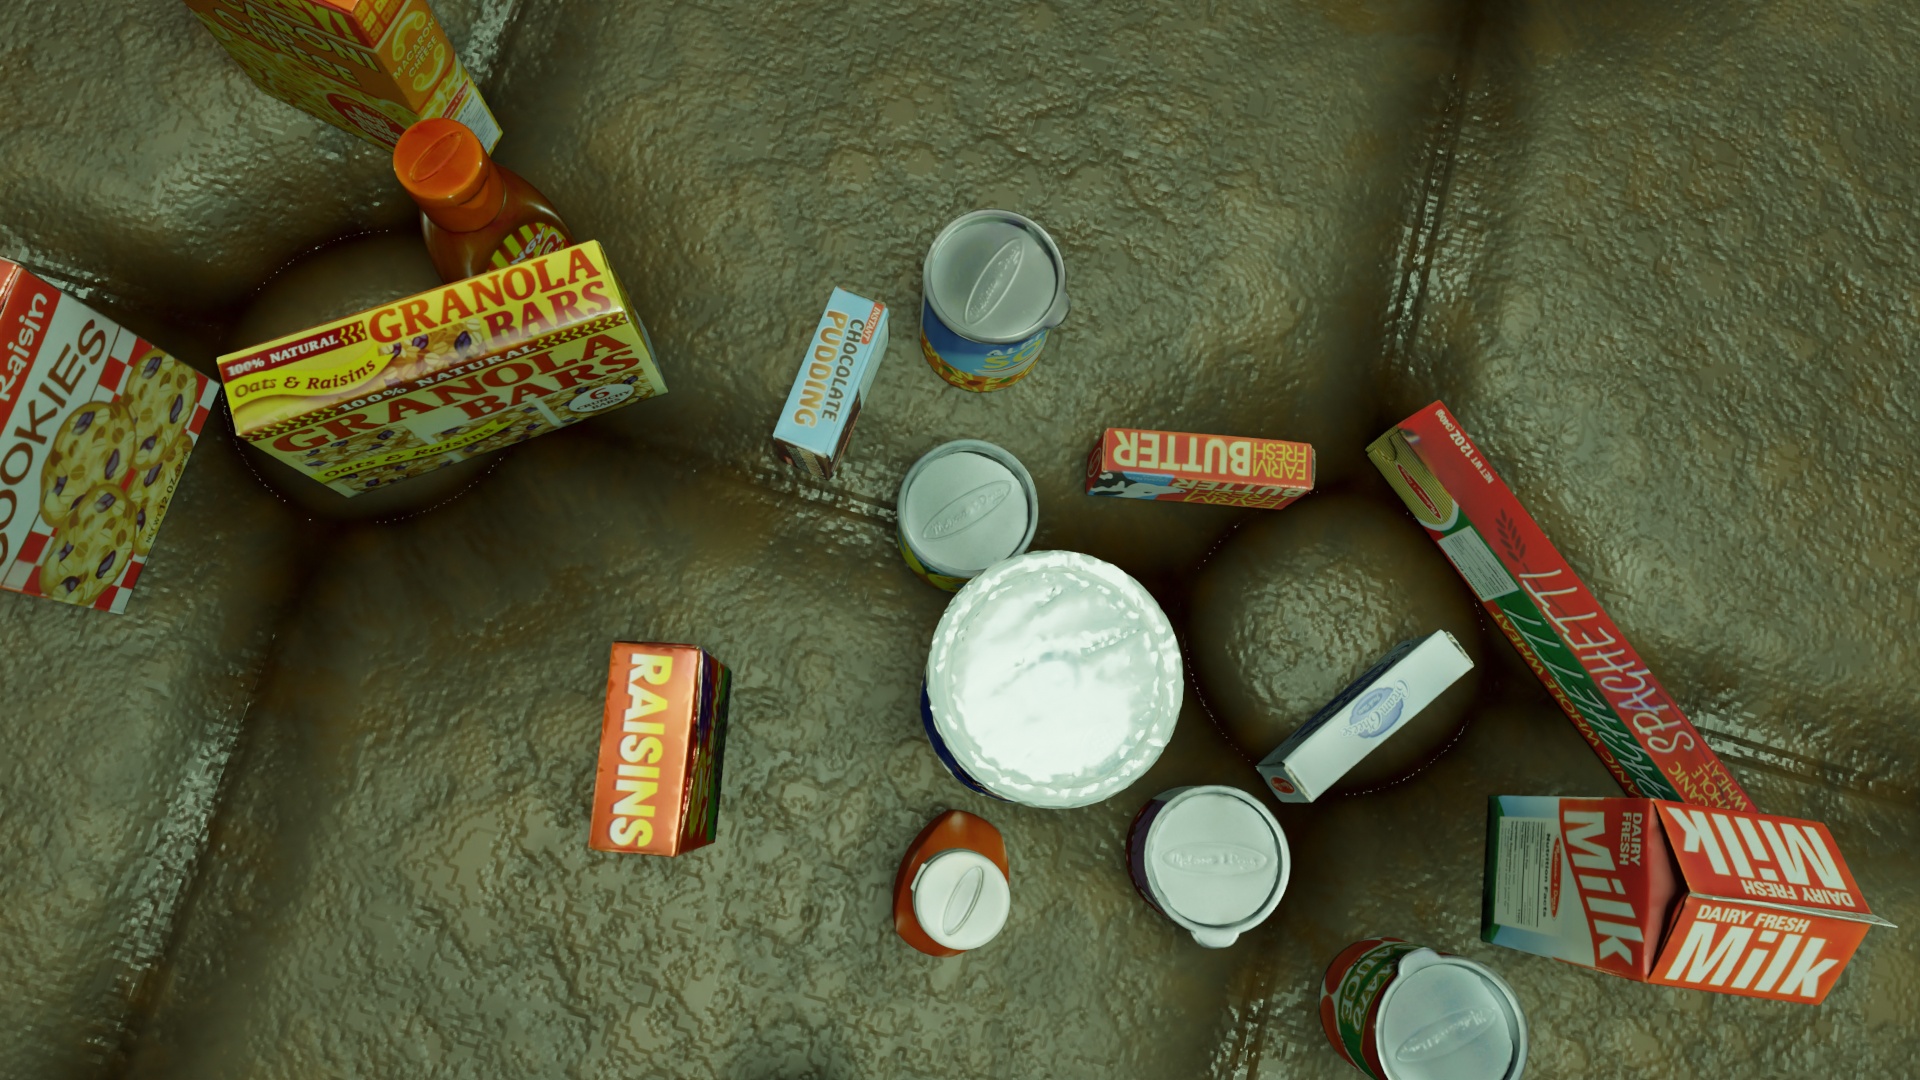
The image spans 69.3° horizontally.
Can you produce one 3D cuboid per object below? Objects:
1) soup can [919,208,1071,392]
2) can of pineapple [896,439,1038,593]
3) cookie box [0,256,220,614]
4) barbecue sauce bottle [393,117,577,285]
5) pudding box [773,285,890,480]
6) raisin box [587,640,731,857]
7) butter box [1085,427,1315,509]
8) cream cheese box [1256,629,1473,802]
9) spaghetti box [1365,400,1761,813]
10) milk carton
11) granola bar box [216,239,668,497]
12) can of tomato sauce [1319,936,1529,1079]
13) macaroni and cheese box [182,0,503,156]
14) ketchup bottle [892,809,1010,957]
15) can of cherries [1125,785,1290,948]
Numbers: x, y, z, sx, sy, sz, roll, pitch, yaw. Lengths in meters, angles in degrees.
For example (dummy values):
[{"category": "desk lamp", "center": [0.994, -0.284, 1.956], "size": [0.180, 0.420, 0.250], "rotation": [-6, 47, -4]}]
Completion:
[{"category": "soup can", "center": [0.016, -0.113, 0.679], "size": [0.071, 0.083, 0.071], "rotation": [1, 80, -3]}, {"category": "can of pineapple", "center": [0.002, -0.008, 0.672], "size": [0.071, 0.057, 0.071], "rotation": [1, 79, -3]}, {"category": "cookie box", "center": [-0.398, -0.040, 0.600], "size": [0.040, 0.167, 0.123], "rotation": [17, 79, 0]}, {"category": "barbecue sauce bottle", "center": [-0.218, -0.144, 0.639], "size": [0.044, 0.148, 0.065], "rotation": [40, 80, 4]}, {"category": "pudding box", "center": [-0.062, -0.077, 0.685], "size": [0.030, 0.049, 0.084], "rotation": [21, 79, 1]}, {"category": "raisin box", "center": [-0.129, 0.093, 0.612], "size": [0.040, 0.123, 0.086], "rotation": [5, 79, -2]}, {"category": "butter box", "center": [0.117, -0.035, 0.685], "size": [0.103, 0.053, 0.024], "rotation": [4, 80, -2]}, {"category": "cream cheese box", "center": [0.192, 0.085, 0.667], "size": [0.104, 0.053, 0.024], "rotation": [-37, 84, -9]}, {"category": "spaghetti box", "center": [0.292, 0.042, 0.682], "size": [0.029, 0.050, 0.250], "rotation": [-35, 83, -8]}, {"category": "milk carton", "center": [0.297, 0.149, 0.590], "size": [0.072, 0.190, 0.073], "rotation": [8, 79, -2]}, {"category": "granola bar box", "center": [-0.228, -0.076, 0.638], "size": [0.166, 0.124, 0.039], "rotation": [-19, 81, -6]}, {"category": "can of tomato sauce", "center": [0.205, 0.215, 0.627], "size": [0.071, 0.083, 0.071], "rotation": [1, 80, -3]}, {"category": "macaroni and cheese box", "center": [-0.296, -0.237, 0.643], "size": [0.124, 0.166, 0.040], "rotation": [25, 80, 2]}, {"category": "ketchup bottle", "center": [-0.004, 0.148, 0.595], "size": [0.043, 0.148, 0.065], "rotation": [26, 80, 2]}, {"category": "can of cherries", "center": [0.113, 0.150, 0.647], "size": [0.071, 0.058, 0.071], "rotation": [1, 79, -3]}]
